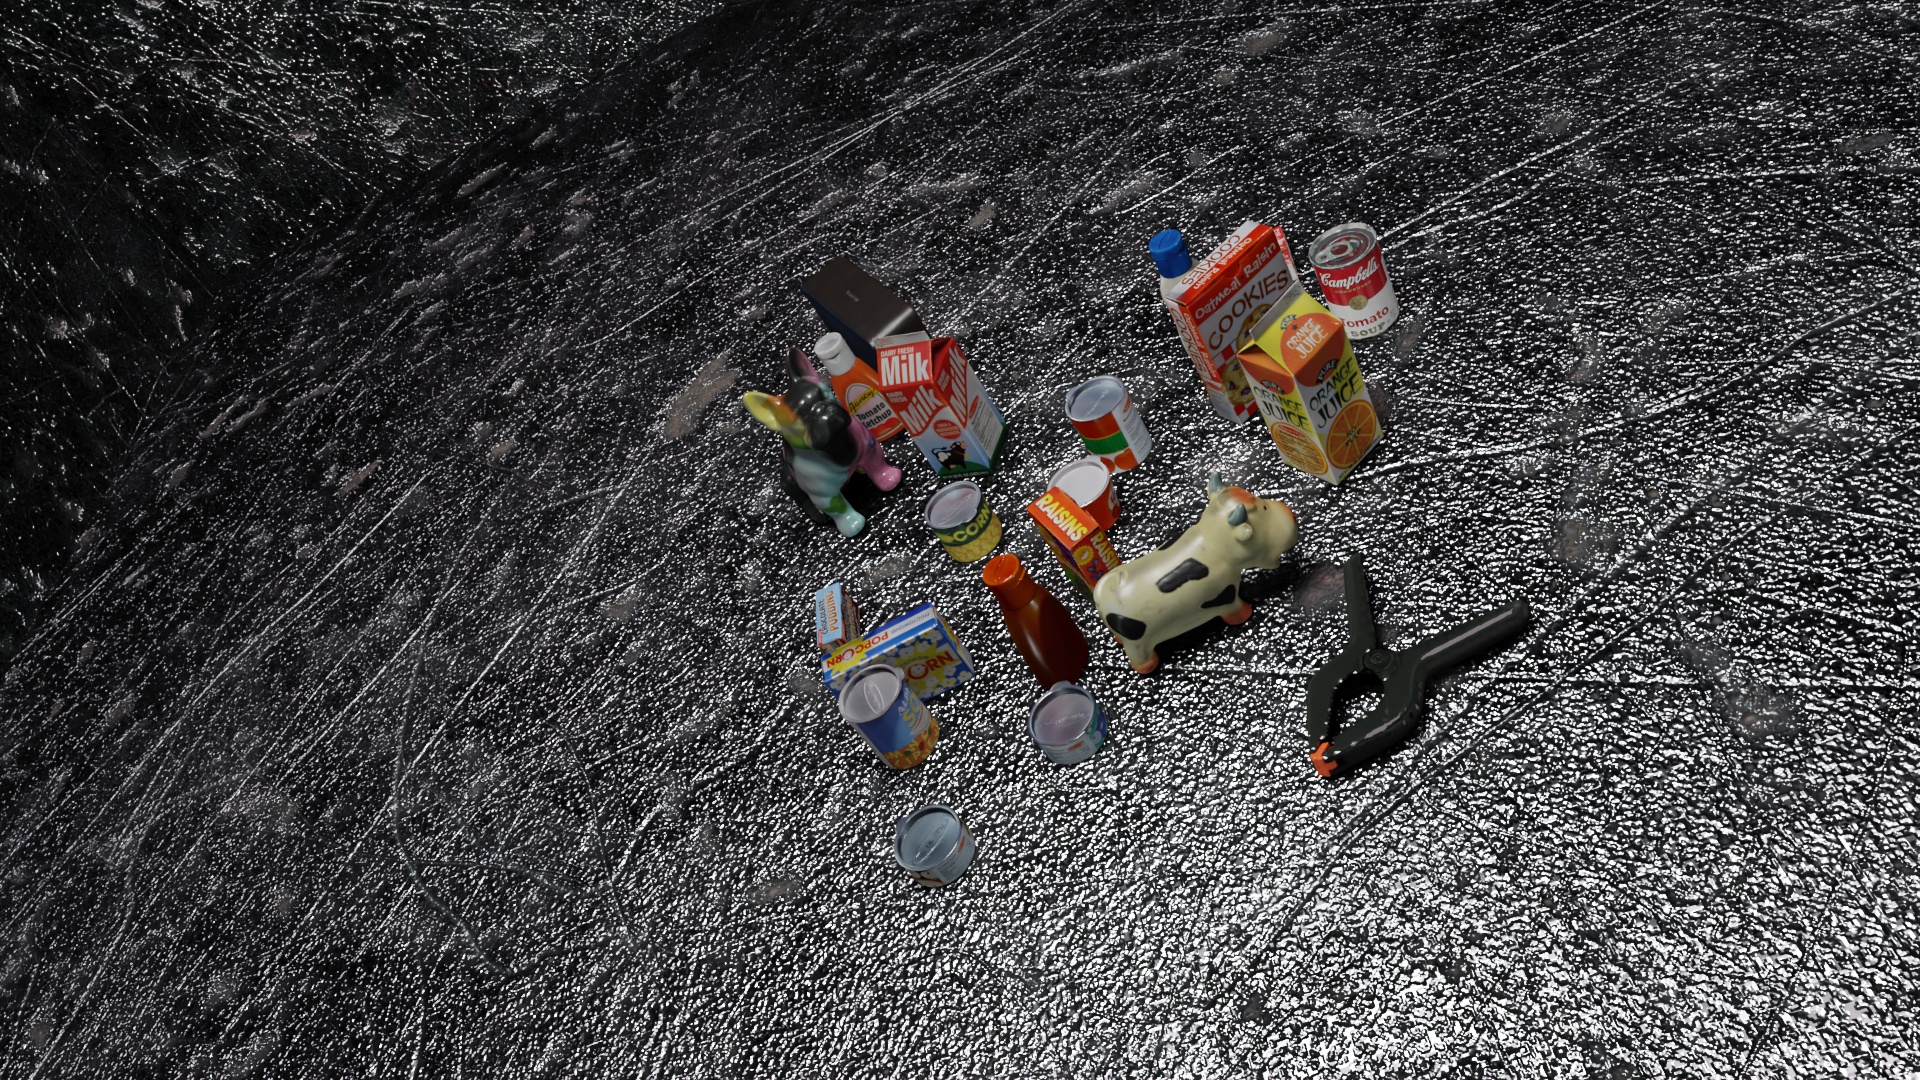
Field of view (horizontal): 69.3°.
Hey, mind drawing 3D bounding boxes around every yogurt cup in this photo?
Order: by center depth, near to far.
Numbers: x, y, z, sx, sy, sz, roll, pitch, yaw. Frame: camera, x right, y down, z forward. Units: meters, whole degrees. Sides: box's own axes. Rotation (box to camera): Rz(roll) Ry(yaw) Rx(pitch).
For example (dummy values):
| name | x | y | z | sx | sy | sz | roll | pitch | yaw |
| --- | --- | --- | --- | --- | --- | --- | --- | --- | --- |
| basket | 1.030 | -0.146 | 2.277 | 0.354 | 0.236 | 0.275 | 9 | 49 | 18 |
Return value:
| name | x | y | z | sx | sy | sz | roll | pitch | yaw |
| --- | --- | --- | --- | --- | --- | --- | --- | --- | --- |
| yogurt cup | 0.129 | -0.042 | 1.417 | 0.072 | 0.053 | 0.073 | -19 | 42 | 18 |

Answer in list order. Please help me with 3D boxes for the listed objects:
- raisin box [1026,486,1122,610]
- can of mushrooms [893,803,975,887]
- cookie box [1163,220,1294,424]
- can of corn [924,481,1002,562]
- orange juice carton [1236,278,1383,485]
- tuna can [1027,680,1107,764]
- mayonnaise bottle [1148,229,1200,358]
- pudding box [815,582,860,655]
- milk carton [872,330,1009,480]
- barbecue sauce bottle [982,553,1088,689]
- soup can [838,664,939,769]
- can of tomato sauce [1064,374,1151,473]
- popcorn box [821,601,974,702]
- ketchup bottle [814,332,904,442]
| name | x | y | z | sx | sy | sz | roll | pitch | yaw |
| --- | --- | --- | --- | --- | --- | --- | --- | --- | --- |
| raisin box | 0.120 | 0.016 | 1.310 | 0.040 | 0.123 | 0.086 | -38 | 39 | -4 |
| can of mushrooms | -0.024 | 0.268 | 1.224 | 0.071 | 0.033 | 0.071 | -19 | 42 | 18 |
| cookie box | 0.286 | -0.218 | 1.398 | 0.123 | 0.167 | 0.040 | -43 | 40 | -11 |
| can of corn | 0.005 | -0.018 | 1.474 | 0.071 | 0.058 | 0.071 | -19 | 42 | 18 |
| orange juice carton | 0.319 | -0.147 | 1.284 | 0.072 | 0.192 | 0.073 | -45 | 40 | -12 |
| tuna can | 0.097 | 0.164 | 1.247 | 0.071 | 0.032 | 0.071 | -19 | 42 | 18 |
| mayonnaise bottle | 0.244 | -0.265 | 1.489 | 0.041 | 0.147 | 0.065 | 3 | 52 | 37 |
| pudding box | -0.128 | 0.091 | 1.462 | 0.030 | 0.049 | 0.084 | -23 | 41 | 14 |
| milk carton | -0.024 | -0.157 | 1.531 | 0.072 | 0.190 | 0.074 | -4 | 48 | 32 |
| barbecue sauce bottle | 0.068 | 0.072 | 1.269 | 0.043 | 0.148 | 0.065 | -1 | 50 | 34 |
| soup can | -0.064 | 0.166 | 1.315 | 0.071 | 0.083 | 0.072 | -19 | 42 | 18 |
| can of tomato sauce | 0.154 | -0.121 | 1.457 | 0.071 | 0.082 | 0.071 | -19 | 42 | 18 |
| popcorn box | -0.061 | 0.123 | 1.355 | 0.126 | 0.085 | 0.038 | -27 | 40 | 9 |
| ketchup bottle | -0.123 | -0.183 | 1.658 | 0.064 | 0.148 | 0.044 | -28 | 40 | 8 |
